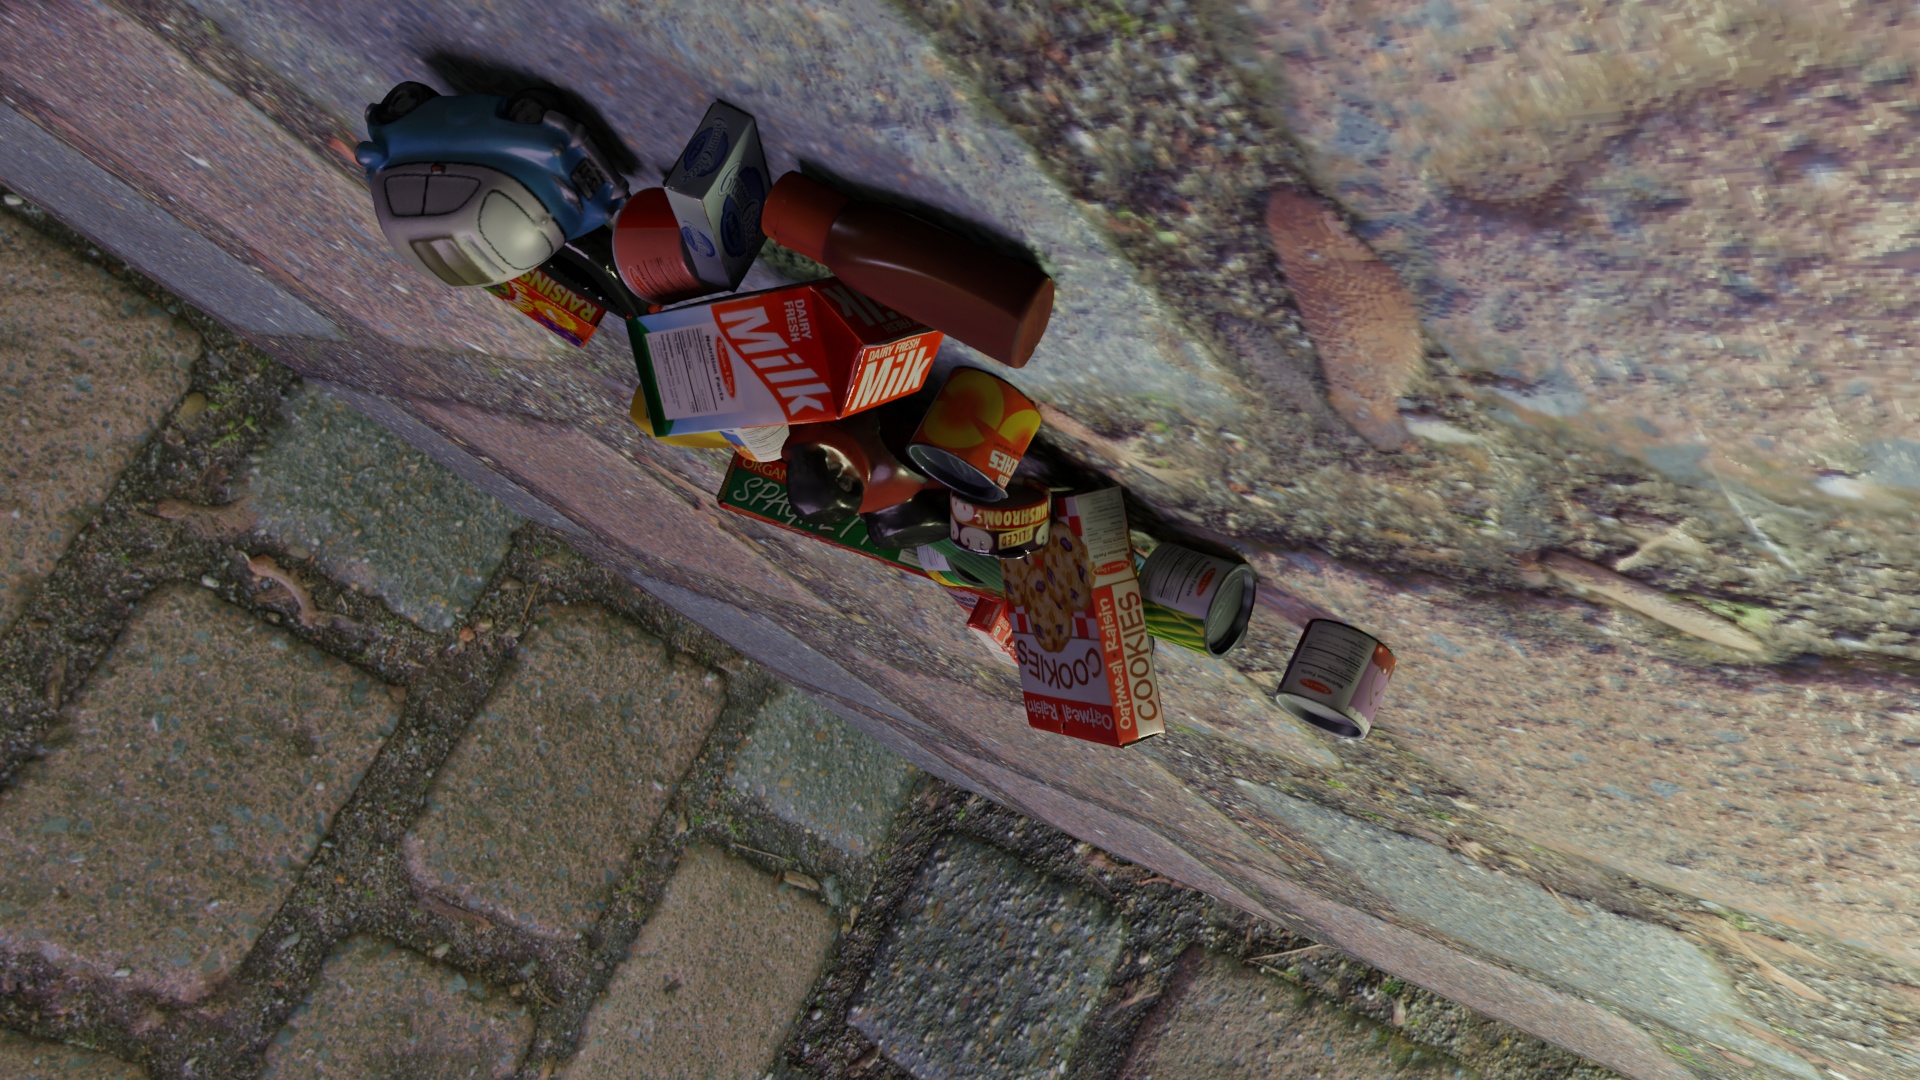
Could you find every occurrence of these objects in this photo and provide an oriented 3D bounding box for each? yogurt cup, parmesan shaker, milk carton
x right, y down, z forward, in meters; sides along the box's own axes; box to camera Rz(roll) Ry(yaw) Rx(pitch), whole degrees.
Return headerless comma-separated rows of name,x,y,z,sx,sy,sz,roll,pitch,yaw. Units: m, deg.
yogurt cup,-0.157,-0.170,0.797,0.054,0.072,0.072,6,155,38
parmesan shaker,0.004,-0.013,1.028,0.103,0.071,0.071,34,165,-20
milk carton,-0.091,-0.105,0.772,0.190,0.072,0.073,-1,106,38

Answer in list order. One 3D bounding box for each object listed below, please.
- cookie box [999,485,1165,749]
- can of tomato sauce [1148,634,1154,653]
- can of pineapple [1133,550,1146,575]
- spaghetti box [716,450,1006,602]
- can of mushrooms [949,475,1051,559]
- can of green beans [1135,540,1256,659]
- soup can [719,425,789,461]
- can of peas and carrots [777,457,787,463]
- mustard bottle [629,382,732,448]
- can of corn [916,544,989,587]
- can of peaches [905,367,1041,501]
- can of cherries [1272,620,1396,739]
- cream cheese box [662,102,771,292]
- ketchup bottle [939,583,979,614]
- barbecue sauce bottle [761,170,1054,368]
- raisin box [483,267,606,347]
cookie box,0.076,0.050,0.948,0.040,0.167,0.123,-12,-176,-26
can of tomato sauce,0.112,0.089,1.188,0.083,0.071,0.071,33,166,-14
can of pineapple,0.105,0.036,1.032,0.071,0.058,0.071,27,166,7
spaghetti box,-0.073,-0.012,1.132,0.250,0.050,0.028,19,168,-11
can of mushrooms,0.026,-0.016,0.898,0.071,0.033,0.071,1,-158,0
can of green beans,0.155,0.039,0.925,0.058,0.071,0.071,19,163,35
soup can,-0.157,-0.106,1.029,0.071,0.071,0.083,24,166,20
can of peas and carrots,-0.149,-0.066,1.172,0.071,0.059,0.070,28,166,8
mustard bottle,-0.197,-0.106,1.122,0.160,0.065,0.048,9,162,36
can of corn,0.008,0.004,1.099,0.071,0.071,0.058,34,166,-20
can of peaches,0.011,-0.064,0.855,0.071,0.058,0.071,27,165,8
can of cherries,0.256,0.096,0.949,0.071,0.058,0.071,26,166,7
cream cheese box,-0.123,-0.176,0.722,0.024,0.053,0.103,25,166,7
ketchup bottle,-0.004,0.021,1.231,0.065,0.043,0.148,19,163,35
barbecue sauce bottle,-0.028,-0.138,0.693,0.149,0.044,0.064,27,166,10
raisin box,-0.333,-0.204,1.077,0.123,0.040,0.086,32,165,-16
